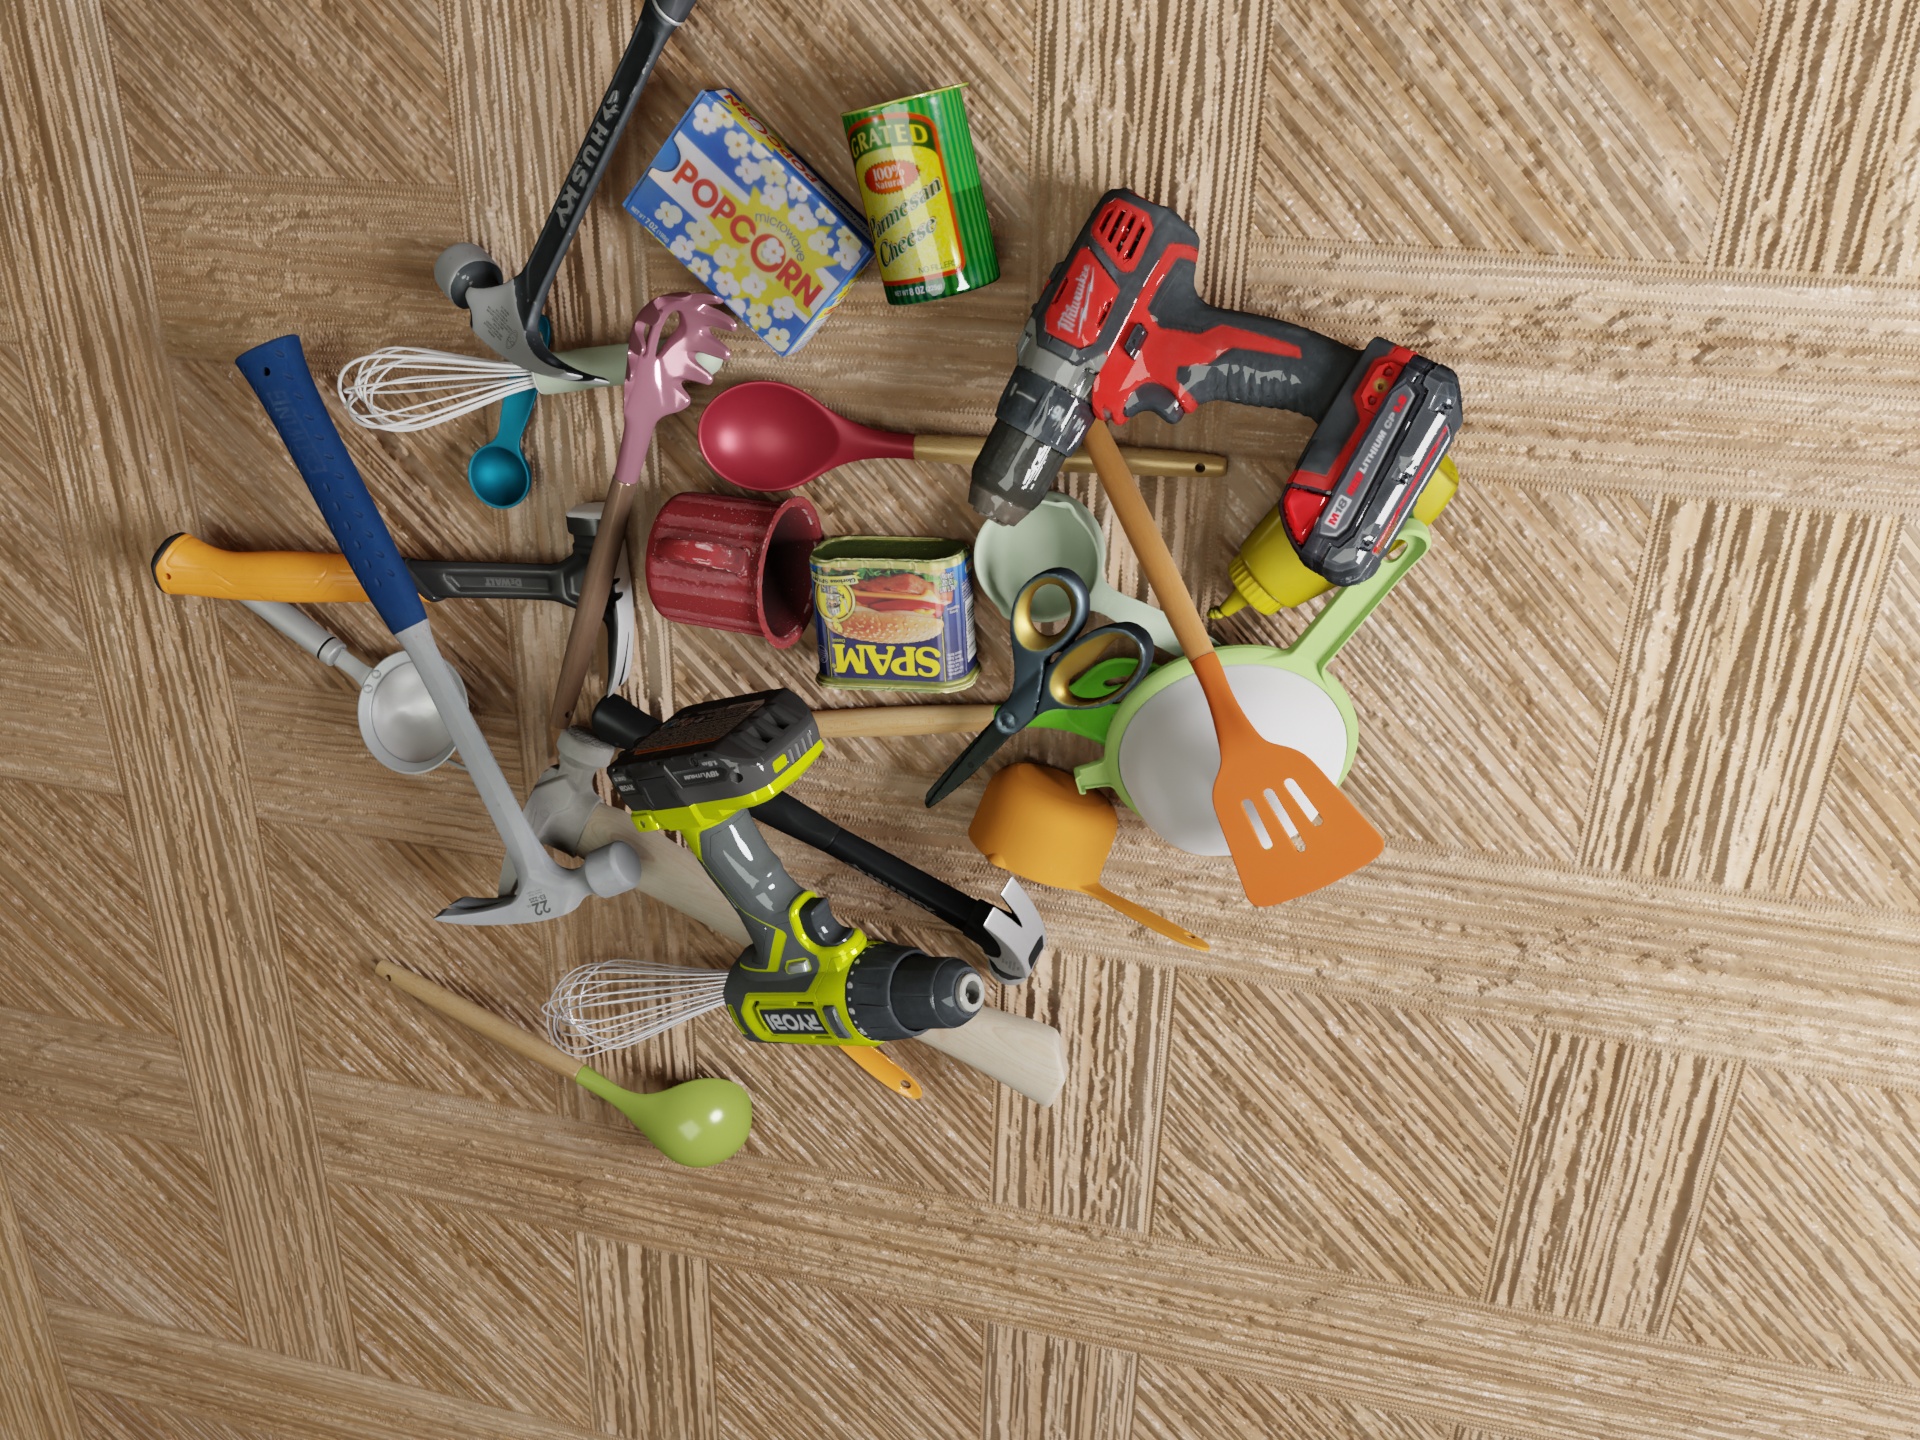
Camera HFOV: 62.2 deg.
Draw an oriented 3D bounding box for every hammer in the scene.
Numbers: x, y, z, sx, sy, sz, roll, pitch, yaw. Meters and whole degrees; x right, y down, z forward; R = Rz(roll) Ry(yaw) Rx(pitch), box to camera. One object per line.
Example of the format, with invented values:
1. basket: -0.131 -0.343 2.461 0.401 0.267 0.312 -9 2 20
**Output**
1. hammer: -0.095 0.070 1.038 0.335 0.035 0.146 28 162 9
2. hammer: -0.119 0.160 1.082 0.410 0.038 0.146 28 101 5
3. hammer: -0.356 -0.048 1.030 0.144 0.035 0.405 -21 102 17
4. hammer: -0.382 -0.088 1.064 0.337 0.034 0.127 3 114 10
5. hammer: -0.166 -0.369 0.859 0.149 0.036 0.408 48 118 27

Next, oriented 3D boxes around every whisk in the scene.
1. whisk: -0.264 -0.210 0.972 0.246 0.058 0.059 -4 139 9
2. whisk: -0.171 0.192 1.137 0.284 0.070 0.070 -11 111 15

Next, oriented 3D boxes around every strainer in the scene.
1. strainer: 0.186 -0.002 0.900 0.151 0.069 0.256 22 127 -17
2. strainer: -0.430 -0.045 1.109 0.258 0.050 0.087 35 97 5

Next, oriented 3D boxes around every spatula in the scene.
1. spatula: 0.126 -0.055 0.880 0.081 0.041 0.323 -29 75 22

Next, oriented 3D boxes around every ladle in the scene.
1. ladle: -0.306 0.251 1.218 0.320 0.062 0.078 24 121 12
2. ladle: -0.001 -0.161 0.938 0.315 0.031 0.069 6 118 11

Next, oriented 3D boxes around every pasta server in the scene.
1. pasta server: -0.208 -0.120 0.973 0.040 0.060 0.316 44 125 33

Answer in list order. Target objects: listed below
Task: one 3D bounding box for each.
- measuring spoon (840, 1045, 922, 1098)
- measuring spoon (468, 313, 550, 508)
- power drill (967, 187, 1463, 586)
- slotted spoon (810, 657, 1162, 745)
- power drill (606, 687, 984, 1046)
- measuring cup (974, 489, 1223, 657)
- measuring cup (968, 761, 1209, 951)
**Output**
1. measuring spoon: -0.073 0.237 1.156 0.117 0.011 0.021 40 118 -9
2. measuring spoon: -0.278 -0.196 1.011 0.042 0.021 0.128 23 109 4
3. power drill: 0.125 -0.152 0.834 0.227 0.080 0.188 32 100 17
4. slotted spoon: -0.002 -0.003 1.012 0.314 0.031 0.070 -3 118 19
5. power drill: -0.097 0.100 0.958 0.190 0.080 0.228 -9 115 41
6. measuring cup: 0.088 -0.078 0.945 0.167 0.038 0.083 28 119 0
7. measuring cup: 0.086 0.079 0.970 0.174 0.095 0.052 28 107 30
